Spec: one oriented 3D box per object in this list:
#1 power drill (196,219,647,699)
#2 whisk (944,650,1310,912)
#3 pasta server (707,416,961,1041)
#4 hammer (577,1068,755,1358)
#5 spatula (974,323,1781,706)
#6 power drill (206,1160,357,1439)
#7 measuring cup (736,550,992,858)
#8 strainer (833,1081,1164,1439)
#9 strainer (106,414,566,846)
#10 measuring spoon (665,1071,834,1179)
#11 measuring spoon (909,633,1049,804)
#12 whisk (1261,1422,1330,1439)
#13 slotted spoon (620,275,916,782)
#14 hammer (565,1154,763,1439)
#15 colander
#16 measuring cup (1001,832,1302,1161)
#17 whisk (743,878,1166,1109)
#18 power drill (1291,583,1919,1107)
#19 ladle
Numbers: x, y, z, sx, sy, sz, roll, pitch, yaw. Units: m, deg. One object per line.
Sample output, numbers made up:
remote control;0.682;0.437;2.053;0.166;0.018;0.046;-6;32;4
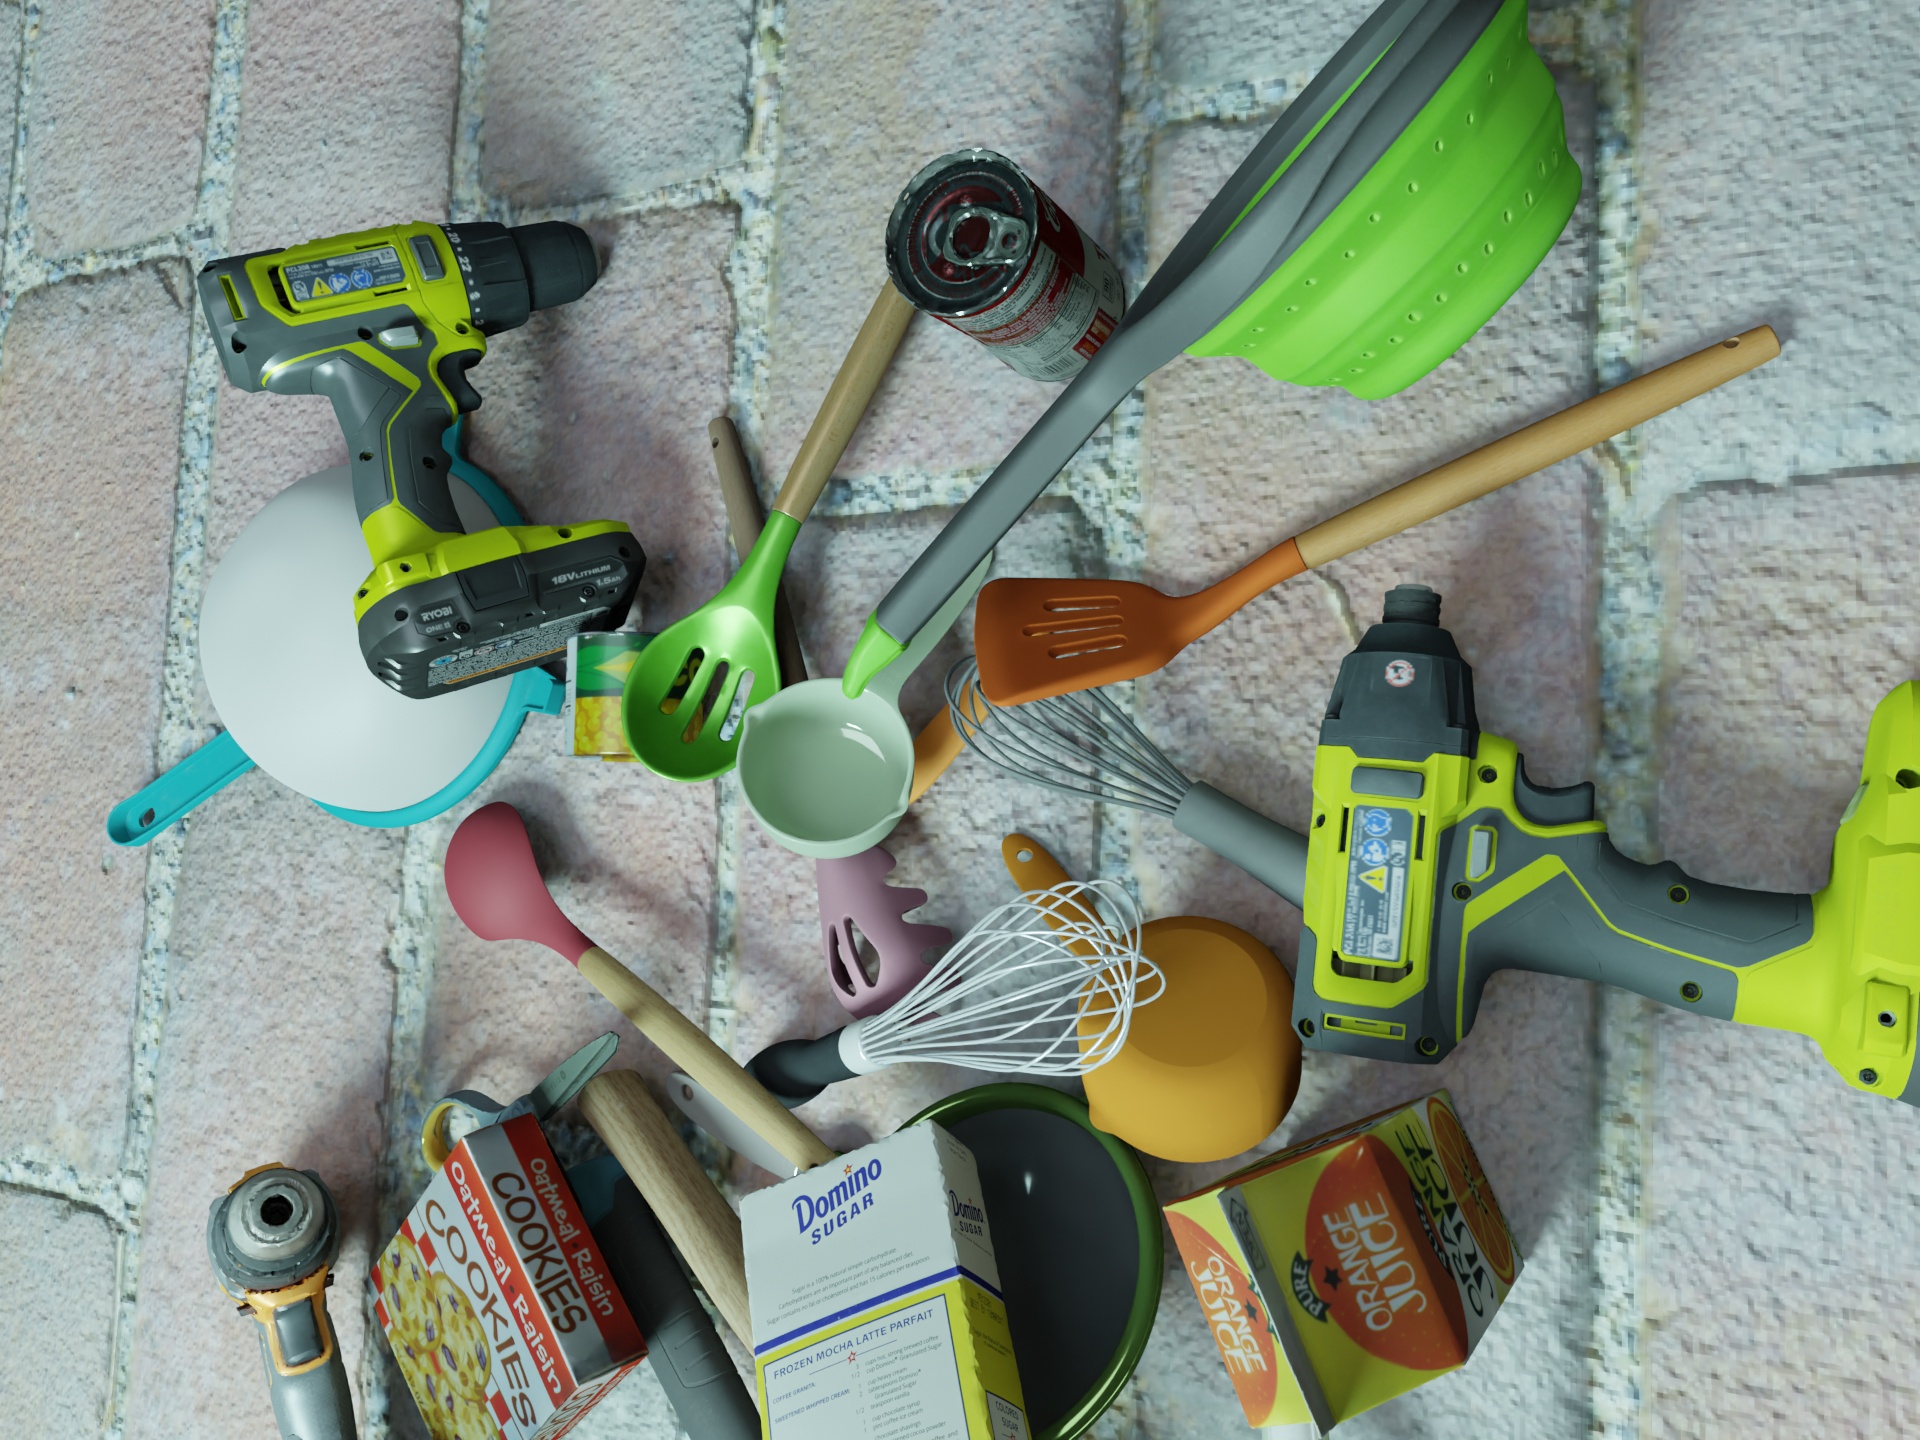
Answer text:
power drill;-0.243;-0.143;0.784;0.228;0.190;0.080;66;156;9
whisk;0.093;0.036;0.648;0.239;0.055;0.055;31;99;22
pasta server;-0.071;-0.005;0.744;0.060;0.040;0.316;-29;68;31
hammer;-0.070;0.270;0.679;0.332;0.130;0.031;43;109;35
spatula;0.154;-0.082;0.629;0.322;0.041;0.081;-24;40;20
power drill;-0.308;0.323;0.760;0.185;0.084;0.226;-47;61;57
measuring cup;-0.033;-0.011;0.708;0.083;0.038;0.168;31;69;11
strainer;0.028;0.270;0.610;0.151;0.069;0.257;-22;50;20
strainer;-0.382;-0.019;0.863;0.340;0.095;0.211;-31;72;19
measuring spoon;-0.092;0.194;0.744;0.124;0.018;0.034;24;107;33
measuring spoon;-0.001;-0.002;0.716;0.021;0.011;0.117;46;107;23
whisk;0.124;0.316;0.562;0.058;0.059;0.247;-11;56;17
slotted spoon;-0.066;-0.115;0.732;0.070;0.031;0.314;26;87;4
hammer;-0.091;0.326;0.691;0.128;0.033;0.331;-45;59;11
colander;0.105;-0.131;0.614;0.094;0.205;0.397;39;110;-9
measuring cup;0.065;0.092;0.637;0.095;0.052;0.174;-30;55;-15
whisk;-0.019;0.124;0.641;0.284;0.070;0.070;-31;70;49
power drill;0.233;0.041;0.546;0.223;0.080;0.171;5;83;22
ladle;-0.158;0.127;0.746;0.316;0.031;0.069;31;104;34
